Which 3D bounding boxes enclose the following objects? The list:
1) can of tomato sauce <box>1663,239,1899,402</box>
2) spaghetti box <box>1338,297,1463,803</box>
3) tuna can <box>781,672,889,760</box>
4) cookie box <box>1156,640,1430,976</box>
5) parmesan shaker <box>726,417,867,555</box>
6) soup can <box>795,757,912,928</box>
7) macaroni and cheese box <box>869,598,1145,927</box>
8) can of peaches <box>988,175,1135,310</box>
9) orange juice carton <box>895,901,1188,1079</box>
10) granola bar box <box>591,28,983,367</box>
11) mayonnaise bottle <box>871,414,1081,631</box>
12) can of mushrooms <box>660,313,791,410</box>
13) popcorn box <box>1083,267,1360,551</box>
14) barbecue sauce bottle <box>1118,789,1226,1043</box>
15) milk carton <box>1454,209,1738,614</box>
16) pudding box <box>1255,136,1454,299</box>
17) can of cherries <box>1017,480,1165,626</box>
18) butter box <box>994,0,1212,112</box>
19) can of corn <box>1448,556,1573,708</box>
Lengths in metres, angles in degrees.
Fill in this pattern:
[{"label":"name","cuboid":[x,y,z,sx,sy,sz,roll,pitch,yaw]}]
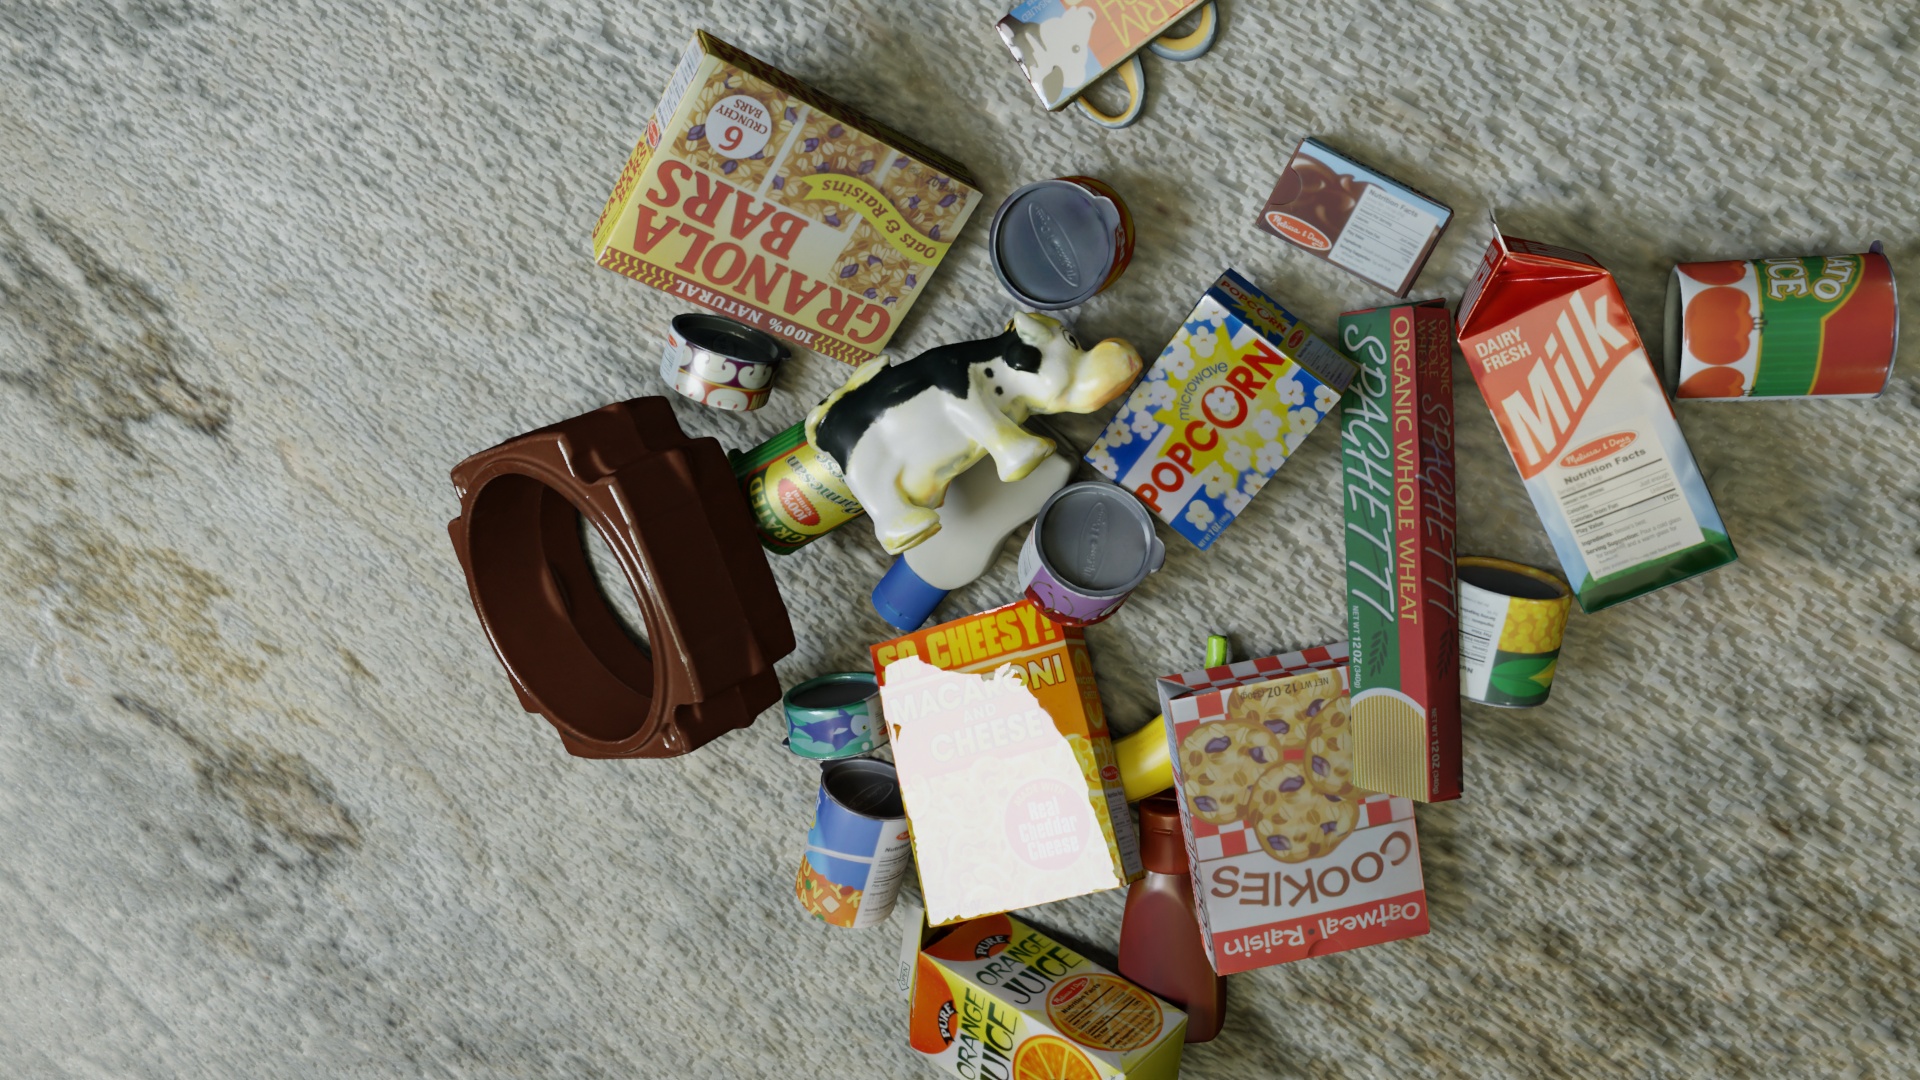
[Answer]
[{"label":"can of tomato sauce","cuboid":[0.373,-0.099,0.638,0.083,0.071,0.071,0,106,19]},{"label":"spaghetti box","cuboid":[0.222,0.005,0.702,0.050,0.029,0.249,2,96,57]},{"label":"tuna can","cuboid":[-0.077,0.106,0.847,0.071,0.071,0.032,-3,104,19]},{"label":"cookie box","cuboid":[0.185,0.148,0.768,0.123,0.040,0.167,-11,103,0]},{"label":"parmesan shaker","cuboid":[-0.075,-0.044,0.800,0.103,0.071,0.071,-27,97,23]},{"label":"soup can","cuboid":[-0.065,0.187,0.869,0.071,0.071,0.083,20,112,11]},{"label":"macaroni and cheese box","cuboid":[0.024,0.126,0.803,0.123,0.040,0.166,-18,77,21]},{"label":"can of peaches","cuboid":[0.057,-0.158,0.729,0.071,0.058,0.071,5,107,17]},{"label":"orange juice carton","cuboid":[0.035,0.289,0.845,0.193,0.073,0.071,20,113,35]},{"label":"granola bar box","cuboid":[-0.091,-0.172,0.729,0.165,0.039,0.123,19,119,-33]},{"label":"mayonnaise bottle","cuboid":[0.003,-0.010,0.801,0.065,0.041,0.147,41,115,3]},{"label":"can of mushrooms","cuboid":[-0.136,-0.103,0.804,0.071,0.071,0.033,25,113,9]},{"label":"popcorn box","cuboid":[0.133,-0.065,0.725,0.085,0.038,0.126,39,131,5]},{"label":"barbecue sauce bottle","cuboid":[0.126,0.224,0.830,0.065,0.044,0.148,3,107,23]},{"label":"milk carton","cuboid":[0.295,-0.070,0.670,0.073,0.072,0.190,-25,98,23]},{"label":"pudding box","cuboid":[0.198,-0.163,0.696,0.084,0.030,0.049,29,114,8]},{"label":"can of cherries","cuboid":[0.070,0.010,0.759,0.071,0.058,0.072,3,68,-7]},{"label":"butter box","cuboid":[0.074,-0.265,0.690,0.103,0.024,0.053,-31,96,22]},{"label":"can of corn","cuboid":[0.277,0.046,0.716,0.071,0.071,0.058,11,109,15]}]
